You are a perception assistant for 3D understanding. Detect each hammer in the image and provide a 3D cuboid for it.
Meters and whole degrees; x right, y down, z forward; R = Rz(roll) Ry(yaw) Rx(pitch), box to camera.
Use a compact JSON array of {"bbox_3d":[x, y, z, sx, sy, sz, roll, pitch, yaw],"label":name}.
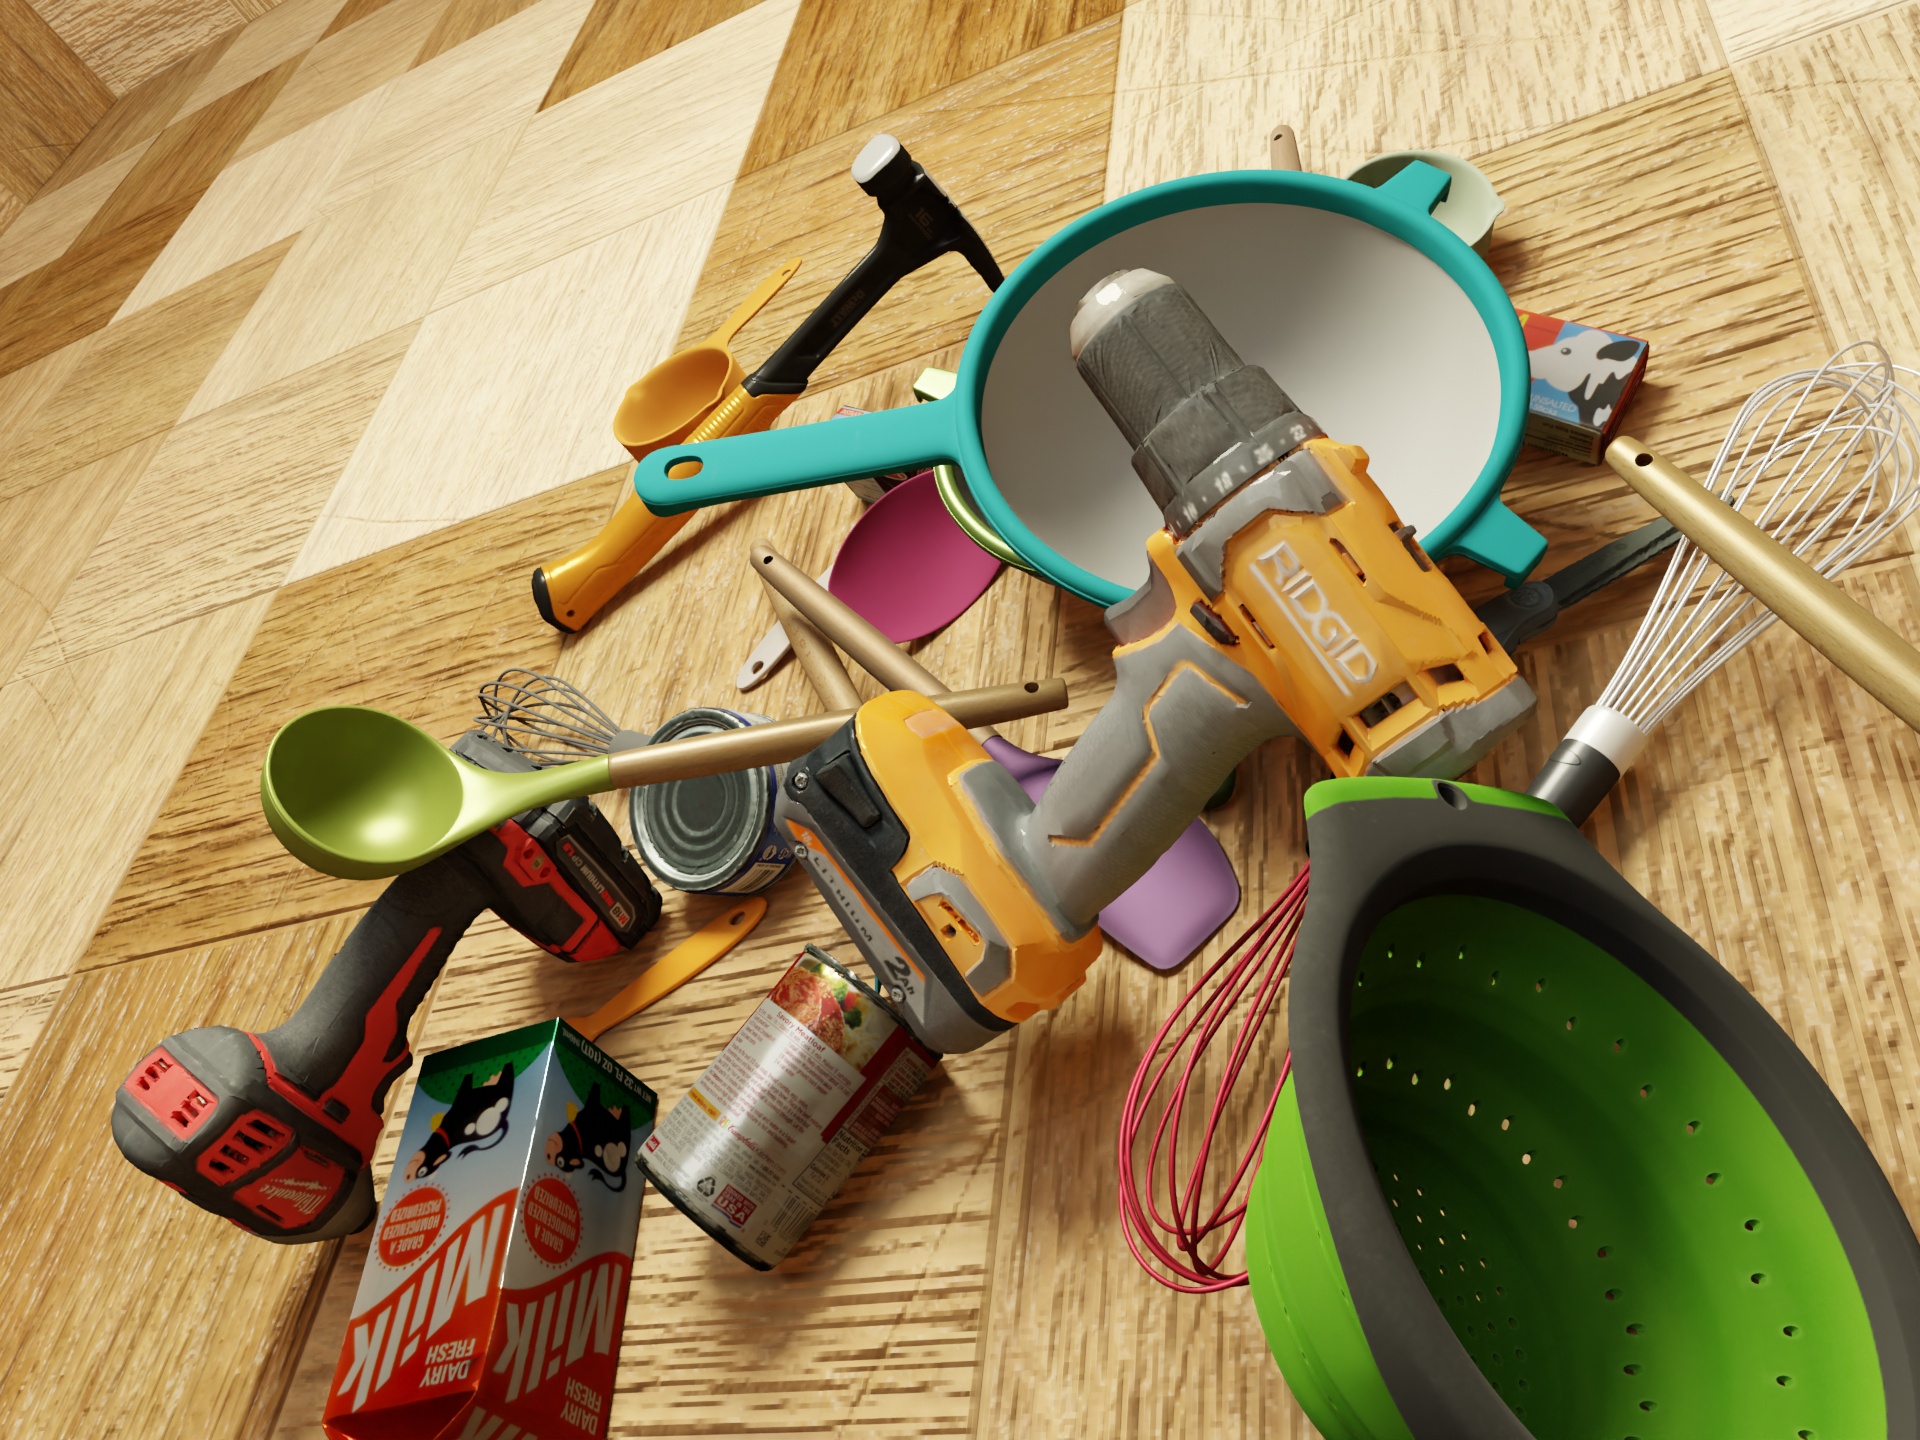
[{"bbox_3d":[-0.119,-0.173,0.923,0.337,0.127,0.034,-44,42,7],"label":"hammer"}]

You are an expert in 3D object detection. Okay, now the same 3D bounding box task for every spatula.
[{"bbox_3d":[-0.065,-0.007,0.741,0.044,0.082,0.318,-9,36,-18],"label":"spatula"},{"bbox_3d":[-0.001,-0.002,0.689,0.060,0.018,0.316,-43,52,-11],"label":"spatula"}]

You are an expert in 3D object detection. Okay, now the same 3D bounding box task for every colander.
[{"bbox_3d":[0.164,0.200,0.361,0.094,0.204,0.398,-51,46,40],"label":"colander"}]

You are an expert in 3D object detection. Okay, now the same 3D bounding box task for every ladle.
[{"bbox_3d":[0.293,0.009,0.449,0.069,0.031,0.316,-37,51,5],"label":"ladle"},{"bbox_3d":[-0.116,0.008,0.635,0.320,0.062,0.078,-10,50,0],"label":"ladle"}]

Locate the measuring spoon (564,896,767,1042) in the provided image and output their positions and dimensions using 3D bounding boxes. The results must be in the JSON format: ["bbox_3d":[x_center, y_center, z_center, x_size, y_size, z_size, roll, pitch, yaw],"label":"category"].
[{"bbox_3d":[-0.137,0.114,0.718,0.117,0.011,0.021,-36,41,2],"label":"measuring spoon"}]

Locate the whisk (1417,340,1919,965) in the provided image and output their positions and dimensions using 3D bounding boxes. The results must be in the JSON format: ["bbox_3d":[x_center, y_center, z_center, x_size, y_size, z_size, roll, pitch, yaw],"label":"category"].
[{"bbox_3d":[0.238,-0.018,0.544,0.284,0.070,0.070,-50,42,-7],"label":"whisk"}]

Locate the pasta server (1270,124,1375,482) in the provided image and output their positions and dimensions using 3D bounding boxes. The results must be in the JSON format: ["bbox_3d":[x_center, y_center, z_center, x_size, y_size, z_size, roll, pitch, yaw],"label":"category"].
[{"bbox_3d":[0.167,-0.195,0.766,0.060,0.040,0.317,-16,45,23],"label":"pasta server"}]

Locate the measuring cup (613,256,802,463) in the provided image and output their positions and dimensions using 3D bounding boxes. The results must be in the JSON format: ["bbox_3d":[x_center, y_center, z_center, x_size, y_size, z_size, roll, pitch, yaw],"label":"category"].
[{"bbox_3d":[-0.141,-0.216,0.997,0.095,0.052,0.174,15,61,43],"label":"measuring cup"}]

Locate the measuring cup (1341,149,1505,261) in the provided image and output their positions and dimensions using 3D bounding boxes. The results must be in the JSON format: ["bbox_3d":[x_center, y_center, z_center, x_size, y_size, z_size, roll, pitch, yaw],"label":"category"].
[{"bbox_3d":[0.205,-0.191,0.736,0.083,0.038,0.168,4,63,14],"label":"measuring cup"}]

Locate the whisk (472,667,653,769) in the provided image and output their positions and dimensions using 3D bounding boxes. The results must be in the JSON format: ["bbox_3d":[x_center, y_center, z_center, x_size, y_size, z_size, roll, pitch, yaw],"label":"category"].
[{"bbox_3d":[-0.169,0.013,0.811,0.239,0.055,0.055,12,61,37],"label":"whisk"}]

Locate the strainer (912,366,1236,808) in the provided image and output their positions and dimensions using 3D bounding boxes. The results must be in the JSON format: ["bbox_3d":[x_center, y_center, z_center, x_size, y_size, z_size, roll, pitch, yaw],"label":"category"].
[{"bbox_3d":[0.077,-0.066,0.705,0.151,0.069,0.257,-14,61,1],"label":"strainer"}]

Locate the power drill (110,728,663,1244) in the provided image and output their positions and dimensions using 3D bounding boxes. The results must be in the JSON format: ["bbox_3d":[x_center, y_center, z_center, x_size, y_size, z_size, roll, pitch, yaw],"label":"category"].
[{"bbox_3d":[-0.240,0.125,0.693,0.079,0.143,0.220,26,64,30],"label":"power drill"}]

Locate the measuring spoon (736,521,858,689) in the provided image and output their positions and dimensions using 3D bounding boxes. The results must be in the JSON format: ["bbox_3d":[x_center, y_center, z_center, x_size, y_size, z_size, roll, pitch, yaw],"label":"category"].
[{"bbox_3d":[-0.072,-0.060,0.836,0.124,0.018,0.034,-48,43,-2],"label":"measuring spoon"}]

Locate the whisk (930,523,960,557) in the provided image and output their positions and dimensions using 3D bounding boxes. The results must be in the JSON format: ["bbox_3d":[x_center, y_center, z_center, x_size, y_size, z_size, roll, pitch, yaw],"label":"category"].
[{"bbox_3d":[0.053,-0.180,0.833,0.051,0.047,0.245,24,72,45],"label":"whisk"}]

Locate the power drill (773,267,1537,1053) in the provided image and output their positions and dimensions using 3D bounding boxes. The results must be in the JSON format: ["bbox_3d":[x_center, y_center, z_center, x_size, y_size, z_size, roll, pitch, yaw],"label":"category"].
[{"bbox_3d":[0.041,-0.015,0.522,0.226,0.185,0.084,-38,-8,27],"label":"power drill"}]

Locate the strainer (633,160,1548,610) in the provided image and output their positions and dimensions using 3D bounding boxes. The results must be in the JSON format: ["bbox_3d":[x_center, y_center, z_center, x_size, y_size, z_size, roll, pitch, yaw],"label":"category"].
[{"bbox_3d":[0.046,-0.099,0.636,0.340,0.095,0.211,-8,62,9],"label":"strainer"}]

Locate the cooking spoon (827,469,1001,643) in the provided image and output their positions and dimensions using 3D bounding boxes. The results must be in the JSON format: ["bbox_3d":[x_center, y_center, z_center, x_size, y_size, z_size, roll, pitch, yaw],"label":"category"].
[{"bbox_3d":[0.059,-0.153,0.805,0.319,0.068,0.017,-43,12,-13],"label":"cooking spoon"}]

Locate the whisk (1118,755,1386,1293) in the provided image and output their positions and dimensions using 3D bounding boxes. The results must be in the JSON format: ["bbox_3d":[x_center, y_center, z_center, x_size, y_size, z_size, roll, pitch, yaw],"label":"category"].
[{"bbox_3d":[0.126,0.062,0.550,0.073,0.073,0.296,1,47,36],"label":"whisk"}]
